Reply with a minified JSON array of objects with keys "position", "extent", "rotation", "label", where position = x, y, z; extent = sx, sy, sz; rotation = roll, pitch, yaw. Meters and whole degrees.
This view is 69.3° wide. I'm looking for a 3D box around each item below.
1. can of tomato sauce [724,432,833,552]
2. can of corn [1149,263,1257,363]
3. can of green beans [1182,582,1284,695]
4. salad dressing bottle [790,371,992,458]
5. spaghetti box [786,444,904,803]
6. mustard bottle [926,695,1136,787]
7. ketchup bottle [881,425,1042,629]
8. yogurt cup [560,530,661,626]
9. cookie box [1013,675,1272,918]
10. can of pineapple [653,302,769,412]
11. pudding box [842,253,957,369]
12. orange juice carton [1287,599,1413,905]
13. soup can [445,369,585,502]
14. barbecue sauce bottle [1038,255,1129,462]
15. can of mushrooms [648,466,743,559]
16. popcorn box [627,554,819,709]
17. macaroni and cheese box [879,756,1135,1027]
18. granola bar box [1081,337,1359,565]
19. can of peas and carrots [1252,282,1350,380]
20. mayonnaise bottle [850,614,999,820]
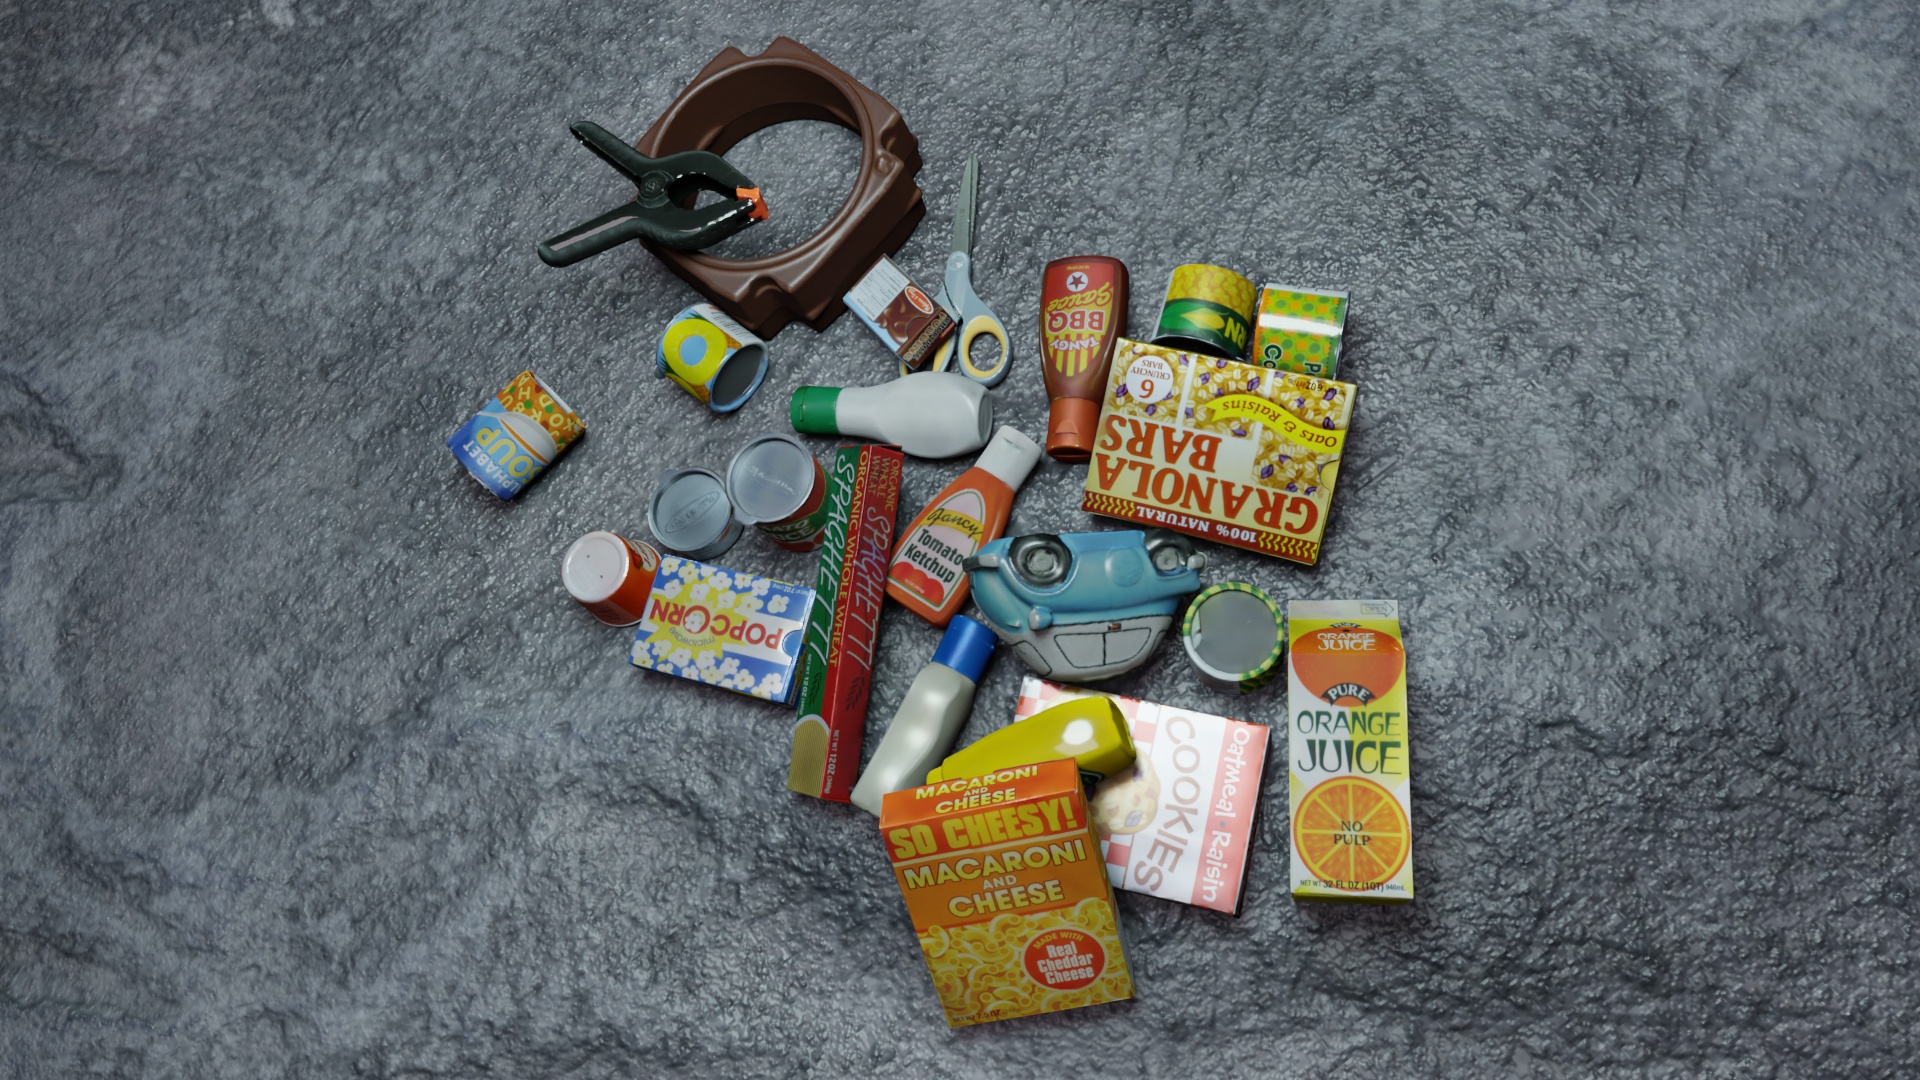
[{"position":[-0.125,-0.031,1.007],"extent":[0.071,0.083,0.071],"rotation":[-3,73,12],"label":"can of tomato sauce"},{"position":[0.176,-0.156,0.988],"extent":[0.071,0.071,0.058],"rotation":[13,77,16],"label":"can of corn"},{"position":[0.182,0.066,0.924],"extent":[0.071,0.057,0.071],"rotation":[-3,73,11],"label":"can of green beans"},{"position":[-0.052,-0.094,1.029],"extent":[0.148,0.044,0.064],"rotation":[4,103,17],"label":"salad dressing bottle"},{"position":[-0.080,0.054,0.970],"extent":[0.050,0.029,0.250],"rotation":[-2,78,55],"label":"spaghetti box"},{"position":[0.031,0.149,0.890],"extent":[0.160,0.065,0.049],"rotation":[-24,62,12],"label":"mustard bottle"},{"position":[0.004,-0.012,0.994],"extent":[0.065,0.043,0.149],"rotation":[32,82,14],"label":"ketchup bottle"},{"position":[-0.260,0.026,1.034],"extent":[0.072,0.054,0.072],"rotation":[-4,73,12],"label":"yogurt cup"},{"position":[0.112,0.168,0.919],"extent":[0.167,0.040,0.123],"rotation":[10,76,16],"label":"cookie box"},{"position":[-0.190,-0.138,1.062],"extent":[0.058,0.071,0.071],"rotation":[36,84,19],"label":"can of pineapple"},{"position":[-0.047,-0.173,1.047],"extent":[0.049,0.030,0.084],"rotation":[-46,54,5],"label":"pudding box"},{"position":[0.245,0.131,0.883],"extent":[0.072,0.073,0.193],"rotation":[0,73,13],"label":"orange juice carton"},{"position":[-0.343,-0.080,1.076],"extent":[0.084,0.071,0.071],"rotation":[-44,70,-3],"label":"soup can"},{"position":[0.087,-0.132,1.012],"extent":[0.065,0.043,0.149],"rotation":[1,74,20],"label":"barbecue sauce bottle"},{"position":[-0.199,-0.022,1.046],"extent":[0.071,0.033,0.071],"rotation":[-3,74,12],"label":"can of mushrooms"},{"position":[-0.168,0.066,1.011],"extent":[0.127,0.038,0.085],"rotation":[12,75,16],"label":"popcorn box"},{"position":[0.031,0.221,0.867],"extent":[0.124,0.040,0.165],"rotation":[-13,115,8],"label":"macaroni and cheese box"},{"position":[0.176,-0.063,0.953],"extent":[0.165,0.039,0.124],"rotation":[14,99,16],"label":"granola bar box"},{"position":[0.238,-0.142,0.971],"extent":[0.059,0.071,0.071],"rotation":[10,76,16],"label":"can of peas and carrots"},{"position":[-0.022,0.123,0.951],"extent":[0.041,0.064,0.148],"rotation":[23,76,20],"label":"mayonnaise bottle"}]
